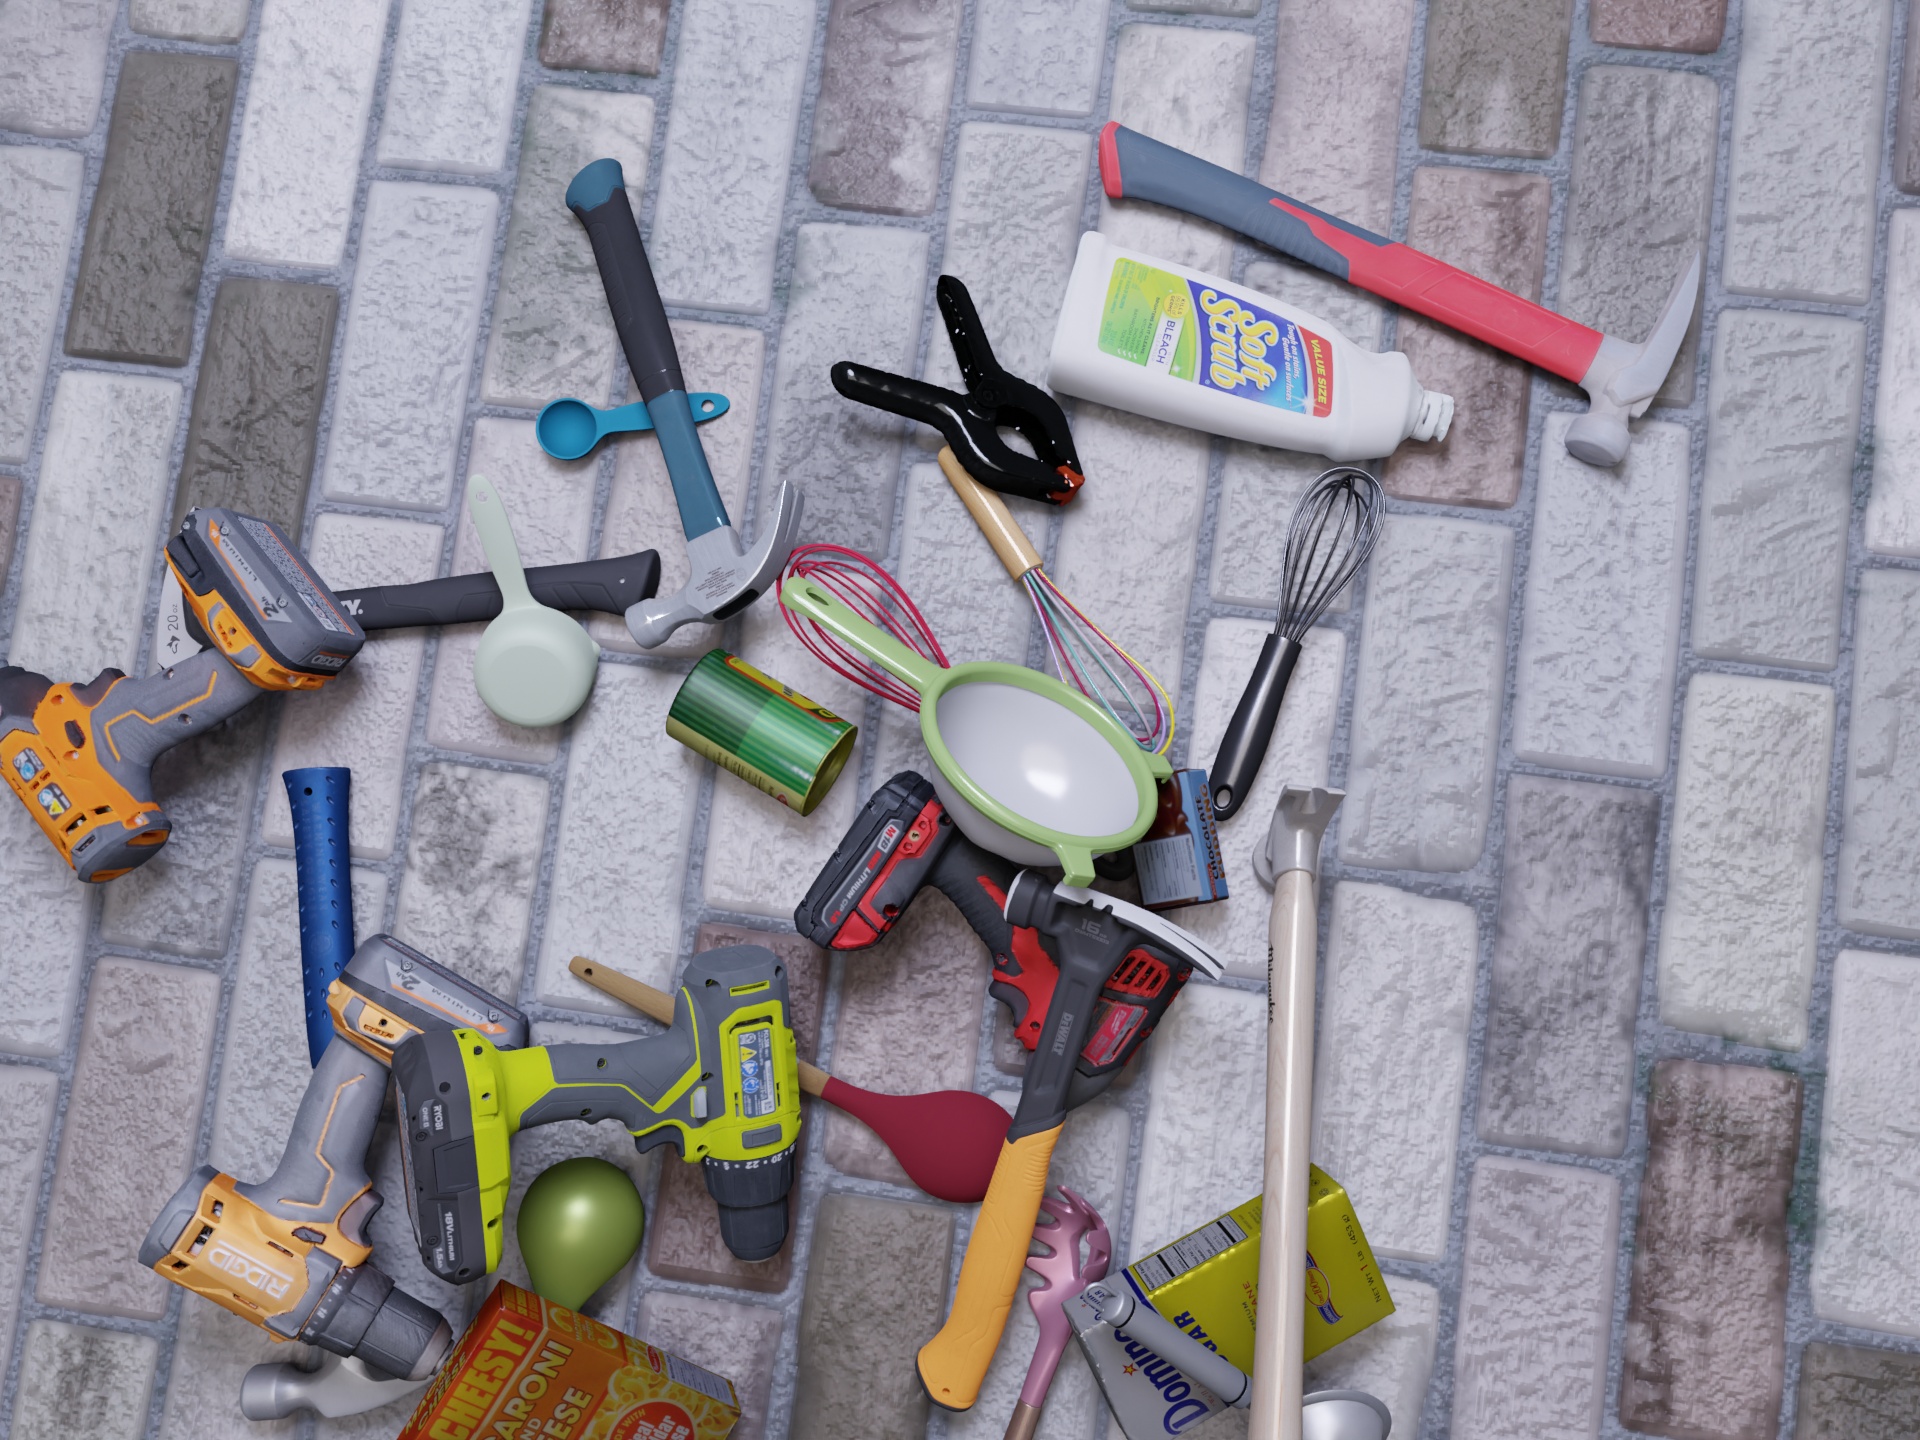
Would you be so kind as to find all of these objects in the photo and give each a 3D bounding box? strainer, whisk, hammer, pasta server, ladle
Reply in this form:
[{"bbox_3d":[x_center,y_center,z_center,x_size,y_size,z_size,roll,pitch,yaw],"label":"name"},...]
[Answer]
[{"bbox_3d":[0.161,0.383,0.896,0.258,0.050,0.087,39,106,-19],"label":"strainer"},{"bbox_3d":[-0.002,-0.003,1.001,0.296,0.073,0.073,43,89,1],"label":"whisk"},{"bbox_3d":[0.045,0.260,0.928,0.127,0.034,0.336,20,105,14],"label":"hammer"},{"bbox_3d":[0.270,-0.307,1.018,0.386,0.038,0.143,27,86,7],"label":"hammer"},{"bbox_3d":[-0.362,-0.082,1.047,0.335,0.035,0.146,-6,84,4],"label":"hammer"},{"bbox_3d":[0.059,-0.078,1.010,0.047,0.051,0.245,-41,75,34],"label":"whisk"},{"bbox_3d":[-0.394,0.232,1.017,0.144,0.035,0.405,-6,84,4],"label":"hammer"},{"bbox_3d":[-0.008,0.009,0.934,0.256,0.151,0.069,34,124,9],"label":"strainer"},{"bbox_3d":[0.028,0.437,0.961,0.040,0.060,0.316,21,88,-35],"label":"pasta server"},{"bbox_3d":[-0.195,-0.217,1.025,0.128,0.033,0.331,-22,74,10],"label":"hammer"},{"bbox_3d":[-0.264,0.430,0.990,0.078,0.062,0.320,13,92,-2],"label":"ladle"},{"bbox_3d":[-0.107,0.218,1.001,0.315,0.031,0.069,24,88,8],"label":"ladle"},{"bbox_3d":[0.178,0.239,0.866,0.038,0.146,0.411,4,70,5],"label":"hammer"},{"bbox_3d":[0.206,-0.048,0.995,0.055,0.055,0.239,22,91,6],"label":"whisk"}]

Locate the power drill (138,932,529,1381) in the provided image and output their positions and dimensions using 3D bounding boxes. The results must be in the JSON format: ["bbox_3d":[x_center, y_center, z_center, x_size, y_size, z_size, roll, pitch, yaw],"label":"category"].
[{"bbox_3d":[-0.345,0.266,0.953,0.185,0.084,0.226,33,78,-7],"label":"power drill"}]

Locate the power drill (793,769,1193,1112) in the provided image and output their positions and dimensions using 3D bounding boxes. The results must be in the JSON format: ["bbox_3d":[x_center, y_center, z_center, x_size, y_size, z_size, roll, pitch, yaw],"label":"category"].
[{"bbox_3d":[0.016,0.141,0.971,0.219,0.078,0.143,34,99,3],"label":"power drill"}]

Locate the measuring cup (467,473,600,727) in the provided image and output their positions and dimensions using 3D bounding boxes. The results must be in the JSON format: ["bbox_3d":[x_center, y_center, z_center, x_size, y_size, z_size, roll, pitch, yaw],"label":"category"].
[{"bbox_3d":[-0.280,-0.070,0.995,0.083,0.038,0.167,-11,118,0],"label":"measuring cup"}]

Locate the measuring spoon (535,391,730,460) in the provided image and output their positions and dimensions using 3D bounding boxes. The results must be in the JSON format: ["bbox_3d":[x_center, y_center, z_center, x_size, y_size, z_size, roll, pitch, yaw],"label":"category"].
[{"bbox_3d":[-0.217,-0.199,1.060,0.128,0.021,0.042,-11,84,-6],"label":"measuring spoon"}]

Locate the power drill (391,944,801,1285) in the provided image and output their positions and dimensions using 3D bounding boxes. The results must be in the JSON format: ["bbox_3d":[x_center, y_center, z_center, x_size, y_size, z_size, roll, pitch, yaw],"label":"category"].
[{"bbox_3d":[-0.202,0.244,0.927,0.228,0.080,0.190,-7,101,-26],"label":"power drill"}]

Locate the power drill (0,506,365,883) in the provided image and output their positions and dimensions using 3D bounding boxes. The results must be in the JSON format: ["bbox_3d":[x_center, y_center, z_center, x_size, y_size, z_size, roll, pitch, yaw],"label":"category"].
[{"bbox_3d":[-0.509,-0.029,0.997,0.226,0.084,0.164,-41,83,4],"label":"power drill"}]
